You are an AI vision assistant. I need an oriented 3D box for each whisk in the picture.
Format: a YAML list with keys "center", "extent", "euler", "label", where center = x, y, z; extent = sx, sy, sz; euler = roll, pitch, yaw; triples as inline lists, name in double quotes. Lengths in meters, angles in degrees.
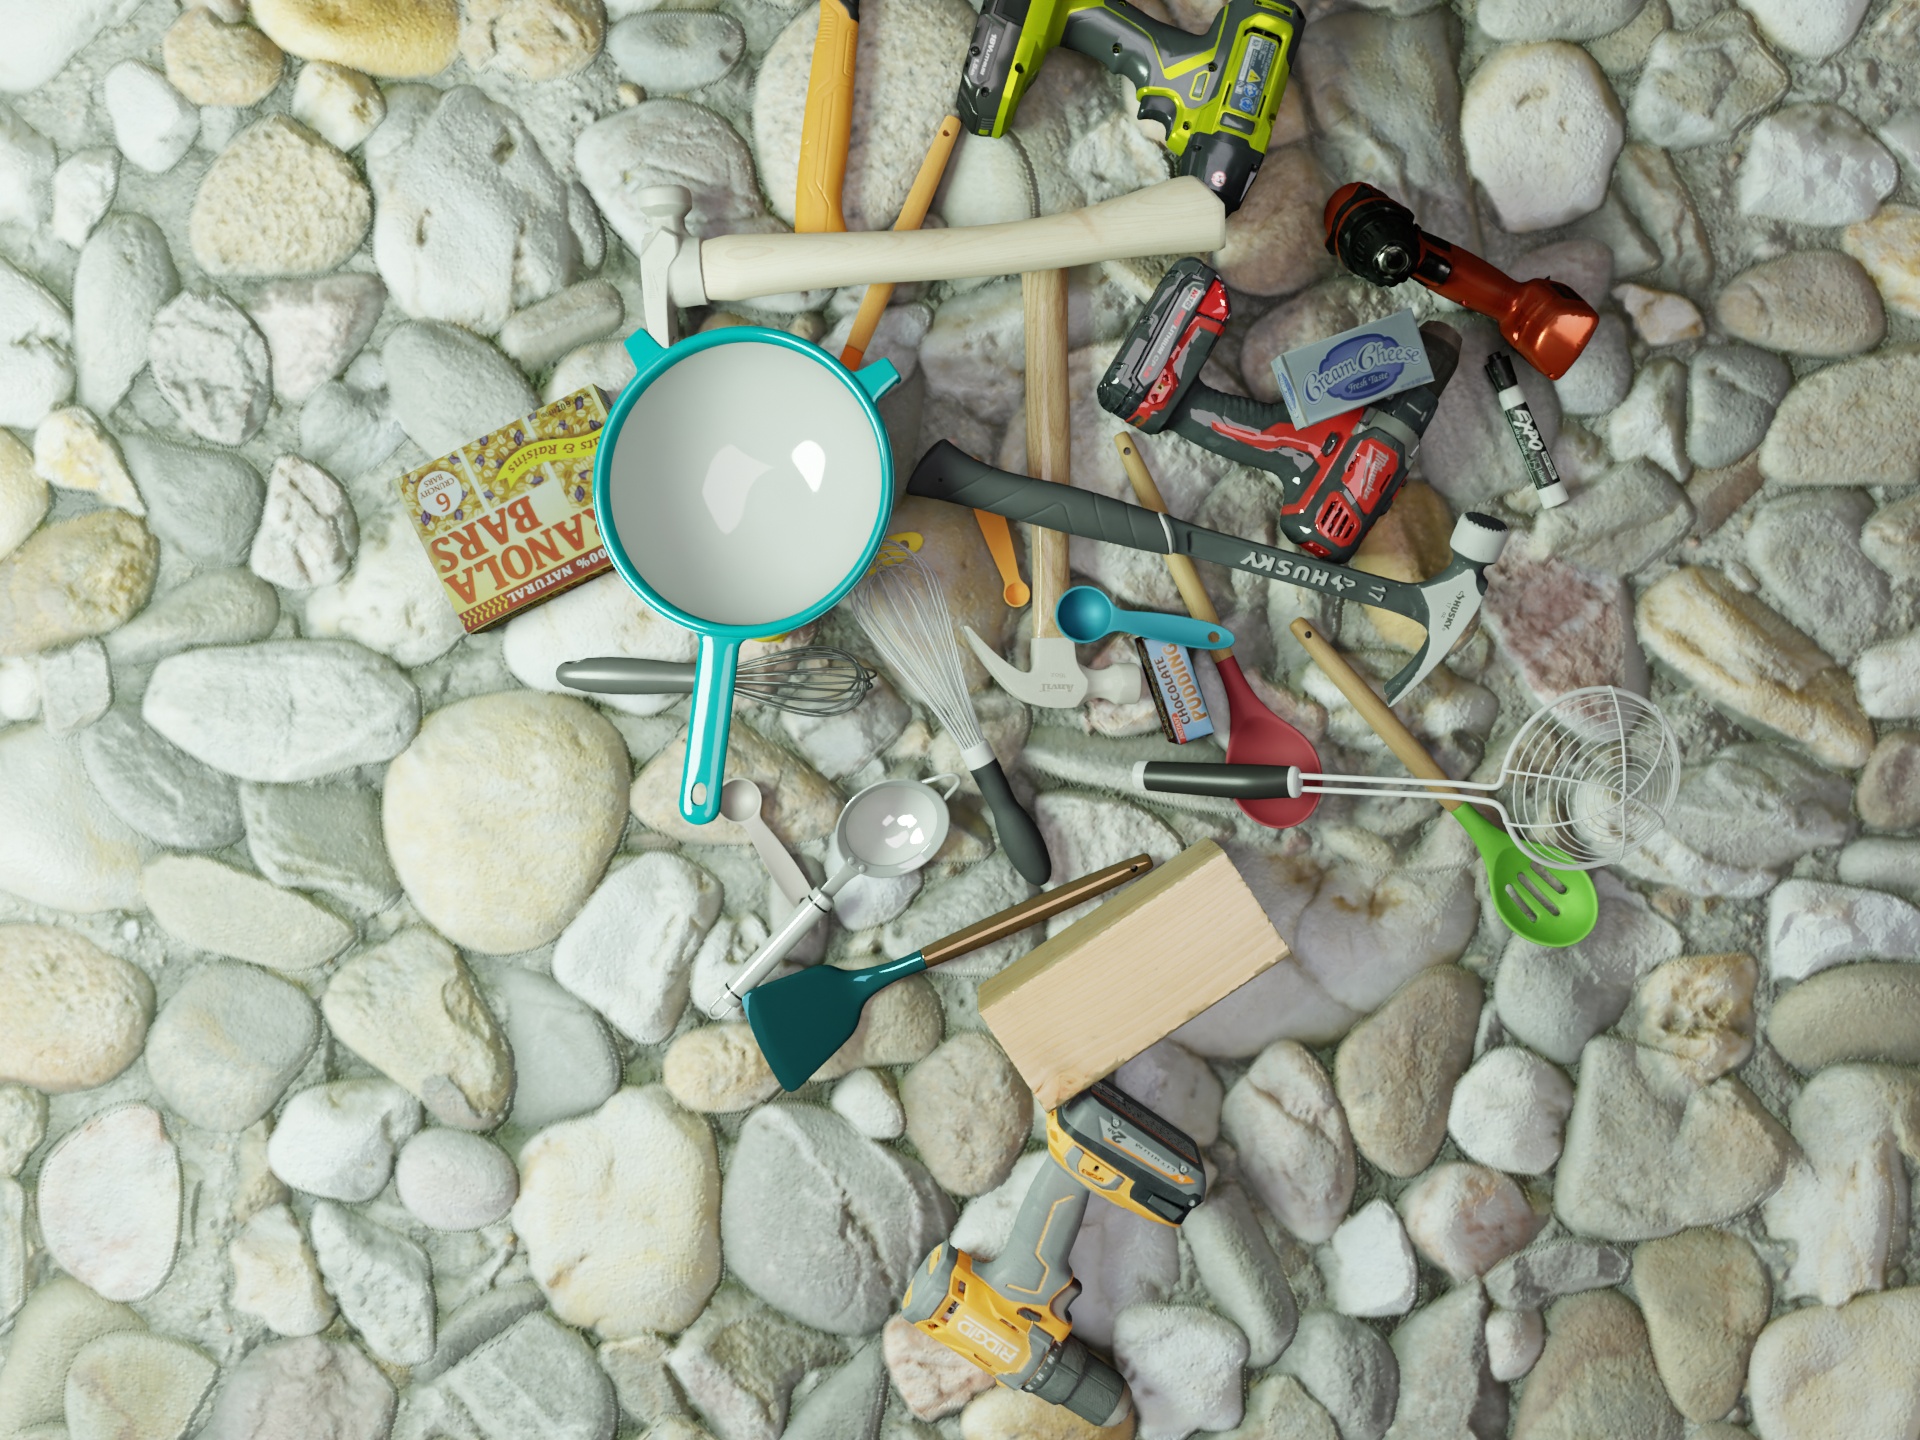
- center: [-0.001, -0.004, 1.159]
  extent: [0.070, 0.070, 0.284]
  euler: [-27, 98, 1]
  label: "whisk"
- center: [-0.180, -0.032, 1.167]
  extent: [0.239, 0.055, 0.055]
  euler: [2, 92, 4]
  label: "whisk"

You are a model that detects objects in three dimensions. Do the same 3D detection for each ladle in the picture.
- center: [0.182, -0.068, 1.173]
  extent: [0.069, 0.031, 0.315]
  euler: [-24, 90, 12]
  label: "ladle"

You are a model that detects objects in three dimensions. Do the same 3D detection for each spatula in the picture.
- center: [-0.002, 0.170, 1.174]
  extent: [0.317, 0.044, 0.082]
  euler: [-24, 97, 0]
  label: "spatula"
- center: [-0.068, -0.291, 1.166]
  extent: [0.081, 0.041, 0.322]
  euler: [23, 88, 1]
  label: "spatula"

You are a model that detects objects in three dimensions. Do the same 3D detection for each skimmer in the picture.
- center: [0.302, 0.037, 1.114]
  extent: [0.363, 0.090, 0.127]
  euler: [2, 109, 30]
  label: "skimmer"

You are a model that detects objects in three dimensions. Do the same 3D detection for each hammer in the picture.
- center: [0.162, -0.122, 1.118]
  extent: [0.409, 0.036, 0.149]
  euler: [15, 119, -1]
  label: "hammer"
- center: [-0.022, -0.316, 1.112]
  extent: [0.410, 0.038, 0.146]
  euler: [-3, 97, 9]
  label: "hammer"
- center: [-0.098, -0.495, 1.150]
  extent: [0.127, 0.034, 0.337]
  euler: [5, 92, -1]
  label: "hammer"
- center: [0.062, -0.174, 1.160]
  extent: [0.130, 0.031, 0.331]
  euler: [-2, 90, -11]
  label: "hammer"

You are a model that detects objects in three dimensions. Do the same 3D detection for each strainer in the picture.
- center: [-0.098, 0.124, 1.168]
  extent: [0.258, 0.050, 0.086]
  euler: [-47, 123, 3]
  label: "strainer"
- center: [-0.151, -0.098, 1.117]
  extent: [0.211, 0.095, 0.340]
  euler: [9, 94, 9]
  label: "strainer"

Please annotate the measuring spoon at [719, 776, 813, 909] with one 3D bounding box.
- center: [-0.142, 0.096, 1.188]
  extent: [0.034, 0.018, 0.124]
  euler: [-32, 99, -6]
  label: "measuring spoon"

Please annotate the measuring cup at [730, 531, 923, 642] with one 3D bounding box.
- center: [-0.100, -0.105, 1.168]
  extent: [0.156, 0.029, 0.062]
  euler: [-23, 92, 3]
  label: "measuring cup"

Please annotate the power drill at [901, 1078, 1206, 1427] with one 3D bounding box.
- center: [0.091, 0.396, 1.168]
  extent: [0.185, 0.084, 0.226]
  euler: [35, 96, -2]
  label: "power drill"

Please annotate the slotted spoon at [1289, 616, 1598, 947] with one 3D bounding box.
- center: [0.353, 0.042, 1.178]
  extent: [0.070, 0.031, 0.314]
  euler: [-42, 90, 1]
  label: "slotted spoon"

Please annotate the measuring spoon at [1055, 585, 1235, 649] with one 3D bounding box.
- center: [0.131, -0.066, 1.133]
  extent: [0.128, 0.021, 0.042]
  euler: [10, 80, 4]
  label: "measuring spoon"

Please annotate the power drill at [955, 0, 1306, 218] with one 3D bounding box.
- center: [0.117, -0.453, 1.133]
  extent: [0.223, 0.080, 0.171]
  euler: [17, 92, -4]
  label: "power drill"

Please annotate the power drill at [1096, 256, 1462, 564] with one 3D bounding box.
- center: [0.233, -0.243, 1.143]
  extent: [0.226, 0.080, 0.188]
  euler: [31, 92, -4]
  label: "power drill"

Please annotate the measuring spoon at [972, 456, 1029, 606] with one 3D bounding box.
- center: [0.025, -0.139, 1.179]
  extent: [0.021, 0.011, 0.117]
  euler: [-19, 89, -10]
  label: "measuring spoon"
